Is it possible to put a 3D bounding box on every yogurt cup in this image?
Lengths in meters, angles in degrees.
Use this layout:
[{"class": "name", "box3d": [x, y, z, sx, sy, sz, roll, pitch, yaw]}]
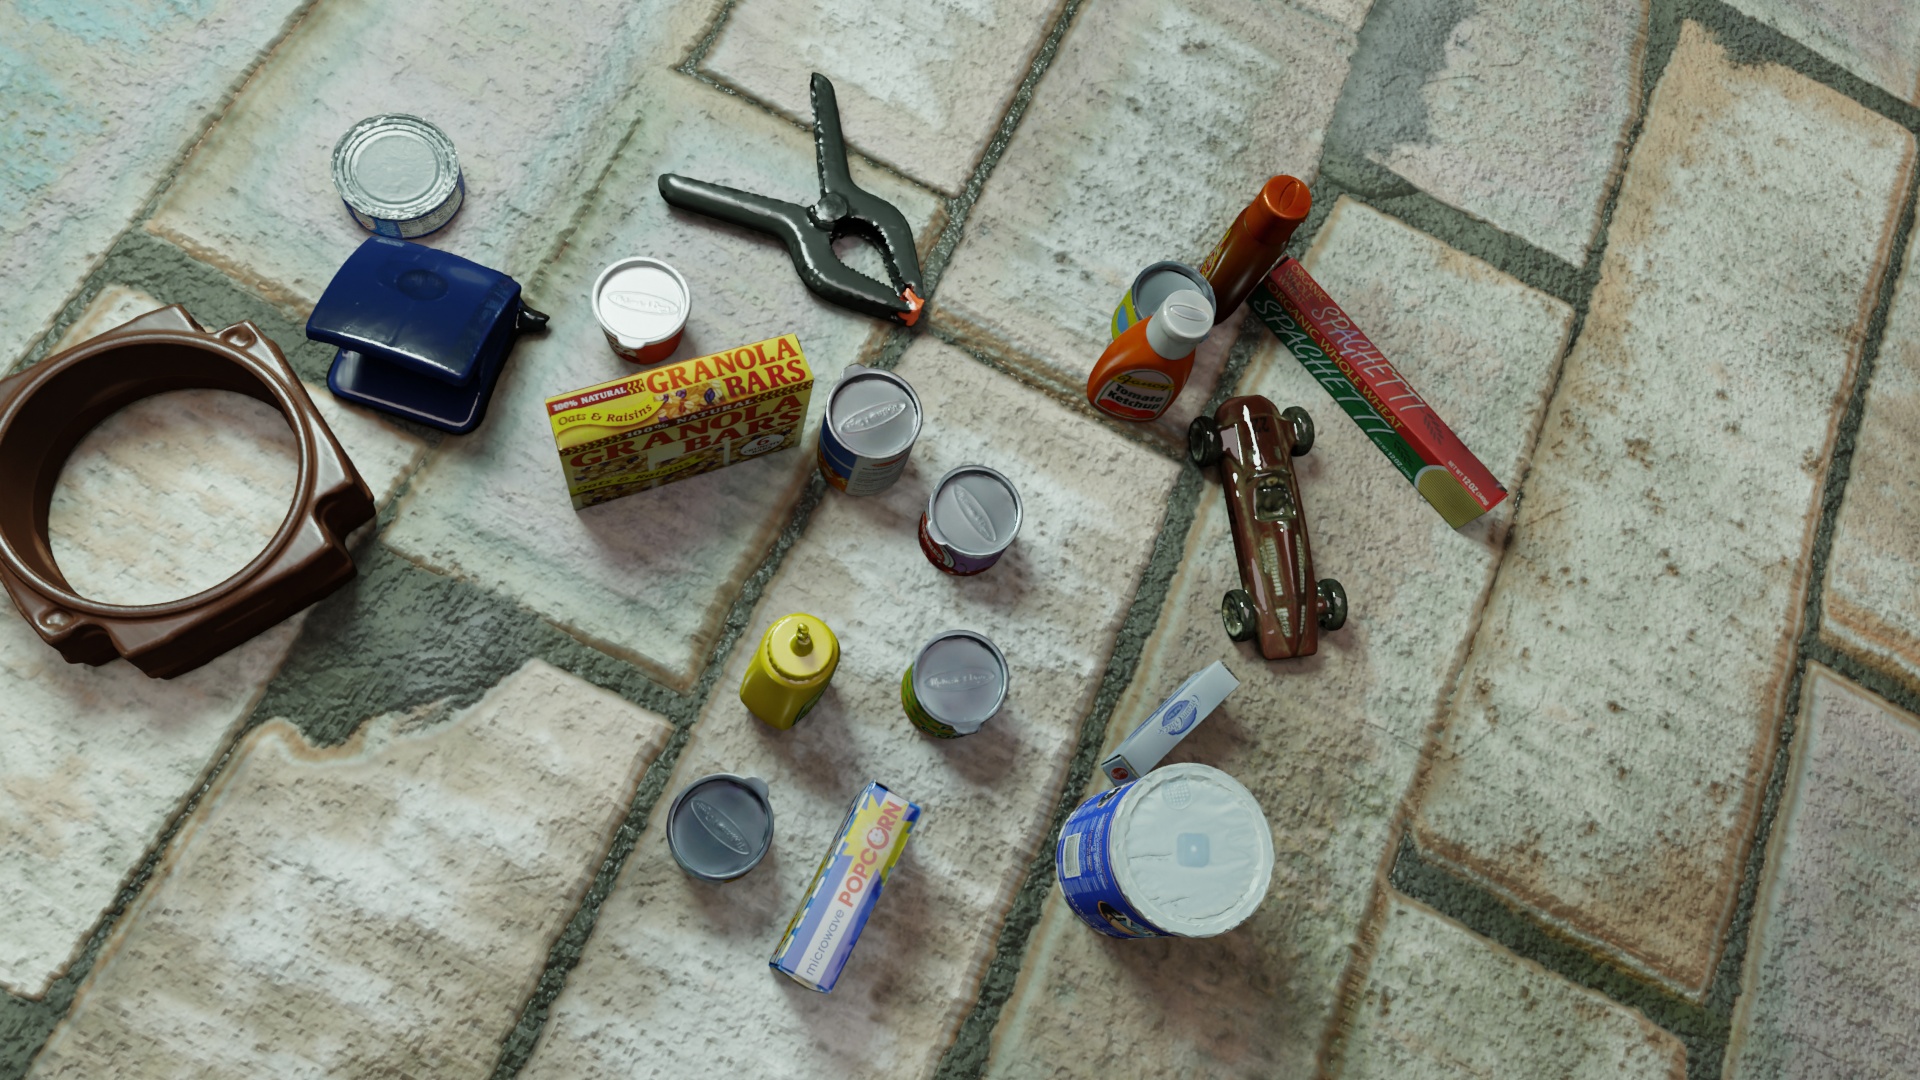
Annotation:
[{"class": "yogurt cup", "box3d": [-0.225, -0.160, 0.985, 0.072, 0.053, 0.072, 3, 73, -10]}]

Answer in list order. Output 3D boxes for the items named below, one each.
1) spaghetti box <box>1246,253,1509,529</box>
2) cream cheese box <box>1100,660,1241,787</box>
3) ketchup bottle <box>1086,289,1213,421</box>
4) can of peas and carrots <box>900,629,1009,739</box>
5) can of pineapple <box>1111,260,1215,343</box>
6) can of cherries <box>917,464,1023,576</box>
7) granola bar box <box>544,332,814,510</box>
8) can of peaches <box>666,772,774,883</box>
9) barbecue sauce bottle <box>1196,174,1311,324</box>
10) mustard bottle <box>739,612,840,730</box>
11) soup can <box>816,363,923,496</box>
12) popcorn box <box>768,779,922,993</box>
[{"class": "spaghetti box", "box3d": [0.320, -0.115, 1.079, 0.029, 0.050, 0.250, -39, 83, -19]}, {"class": "cream cheese box", "box3d": [0.145, 0.128, 0.968, 0.104, 0.053, 0.024, -40, 84, -19]}, {"class": "ketchup bottle", "box3d": [0.139, -0.132, 0.997, 0.065, 0.148, 0.043, 14, 71, -6]}, {"class": "can of peas and carrots", "box3d": [-0.004, 0.101, 0.944, 0.071, 0.058, 0.071, 3, 73, -10]}, {"class": "can of pineapple", "box3d": [0.154, -0.169, 1.060, 0.071, 0.057, 0.071, 3, 73, -10]}, {"class": "can of cherries", "box3d": [0.004, -0.012, 0.981, 0.071, 0.058, 0.071, 3, 73, -10]}, {"class": "granola bar box", "box3d": [-0.187, -0.079, 0.929, 0.166, 0.124, 0.039, -18, 78, -16]}, {"class": "can of peaches", "box3d": [-0.152, 0.184, 0.890, 0.071, 0.058, 0.071, 3, 73, -10]}, {"class": "barbecue sauce bottle", "box3d": [0.216, -0.219, 1.039, 0.044, 0.148, 0.065, 30, 70, -1]}, {"class": "mustard bottle", "box3d": [-0.105, 0.078, 0.877, 0.049, 0.159, 0.065, 36, 70, 1]}, {"class": "soup can", "box3d": [-0.066, -0.077, 0.974, 0.071, 0.083, 0.071, 3, 73, -10]}, {"class": "popcorn box", "box3d": [-0.074, 0.220, 0.879, 0.038, 0.085, 0.127, 29, 70, -1]}]
